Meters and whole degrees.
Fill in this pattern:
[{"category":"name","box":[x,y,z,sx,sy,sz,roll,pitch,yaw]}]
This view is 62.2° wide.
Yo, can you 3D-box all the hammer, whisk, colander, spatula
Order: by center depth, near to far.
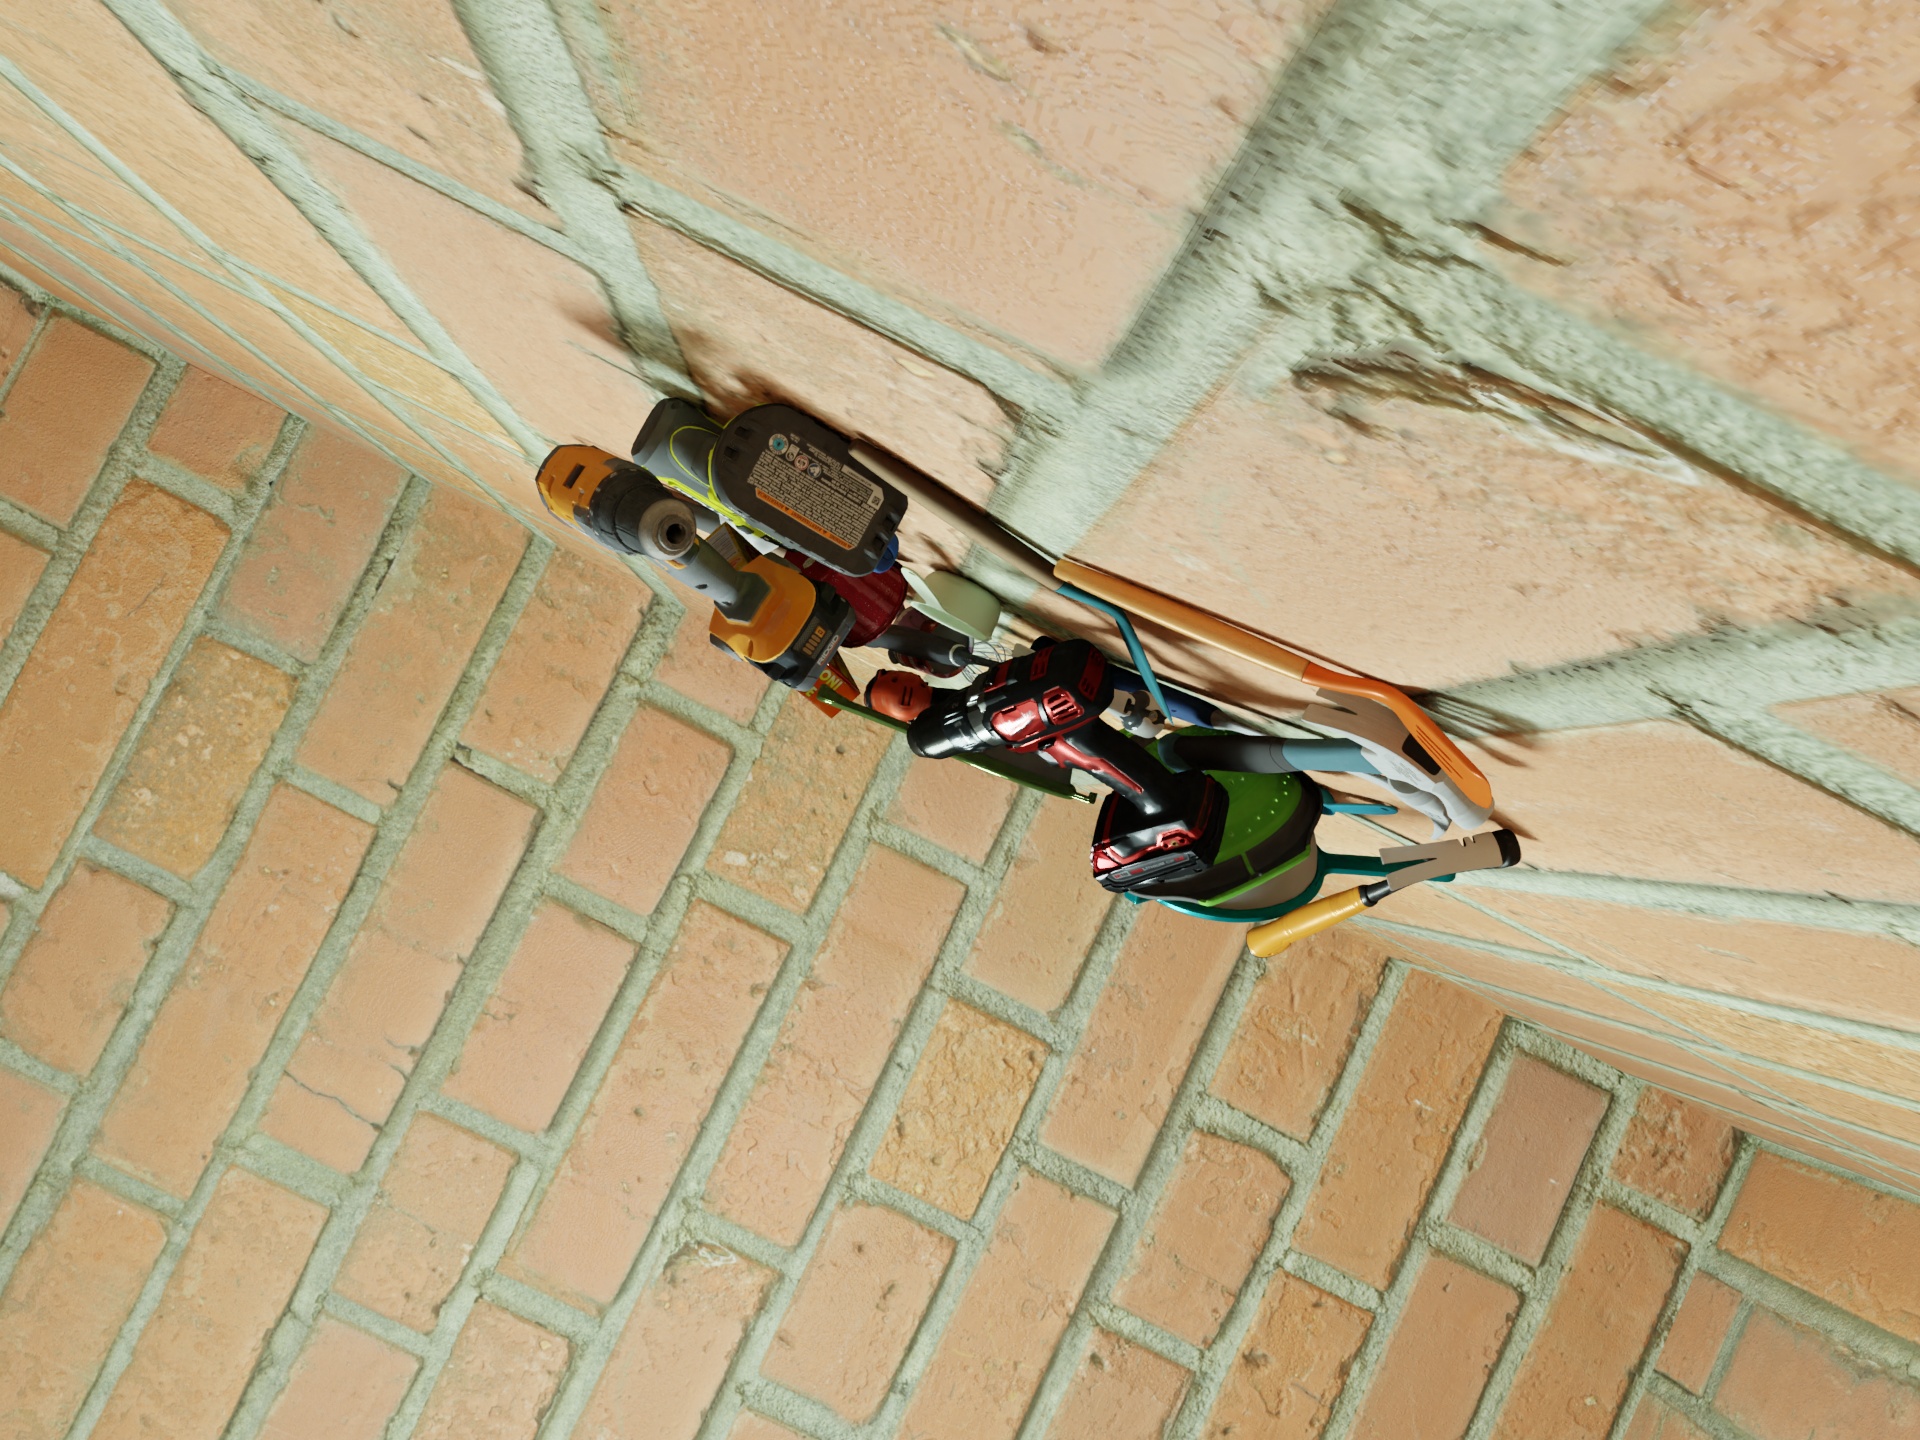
[{"category":"spatula","box":[0.198,-0.033,1.031,0.323,0.041,0.081,25,174,21]},{"category":"spatula","box":[0.043,-0.100,1.107,0.317,0.044,0.082,31,-159,-29]},{"category":"hammer","box":[0.244,0.026,1.185,0.128,0.033,0.331,40,166,-17]},{"category":"hammer","box":[0.227,0.005,1.334,0.406,0.035,0.144,23,174,37]},{"category":"hammer","box":[0.338,0.162,1.399,0.127,0.034,0.336,-7,163,-22]},{"category":"hammer","box":[0.004,-0.056,1.426,0.149,0.036,0.409,20,179,-35]},{"category":"colander","box":[0.201,0.042,1.520,0.094,0.204,0.397,64,178,-21]},{"category":"whisk","box":[-0.300,-0.224,1.645,0.239,0.055,0.055,21,175,8]},{"category":"whisk","box":[-0.005,-0.072,1.701,0.246,0.059,0.057,27,142,61]}]

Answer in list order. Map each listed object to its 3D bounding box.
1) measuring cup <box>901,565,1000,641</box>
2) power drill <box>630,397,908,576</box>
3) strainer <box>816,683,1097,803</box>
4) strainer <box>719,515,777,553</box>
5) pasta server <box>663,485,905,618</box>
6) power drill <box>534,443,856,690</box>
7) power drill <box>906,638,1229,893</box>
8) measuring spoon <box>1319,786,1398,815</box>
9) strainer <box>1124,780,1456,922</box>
[{"category":"measuring cup","box":[-0.013,-0.113,1.339,0.083,0.038,0.167,24,173,21]},{"category":"power drill","box":[-0.127,-0.163,1.153,0.190,0.080,0.229,30,177,-25]},{"category":"strainer","box":[-0.002,-0.004,1.372,0.256,0.069,0.152,22,-178,-28]},{"category":"strainer","box":[-0.209,-0.199,1.449,0.087,0.050,0.258,15,169,14]},{"category":"pasta server","box":[-0.189,-0.170,1.657,0.316,0.040,0.060,26,-169,11]},{"category":"power drill","box":[-0.179,-0.108,1.128,0.226,0.084,0.185,36,175,-37]},{"category":"power drill","box":[0.083,0.039,1.256,0.188,0.080,0.226,-21,126,40]},{"category":"measuring spoon","box":[0.368,0.075,1.505,0.042,0.021,0.129,29,165,-27]},{"category":"strainer","box":[0.329,0.109,1.593,0.340,0.095,0.211,4,-149,5]}]
